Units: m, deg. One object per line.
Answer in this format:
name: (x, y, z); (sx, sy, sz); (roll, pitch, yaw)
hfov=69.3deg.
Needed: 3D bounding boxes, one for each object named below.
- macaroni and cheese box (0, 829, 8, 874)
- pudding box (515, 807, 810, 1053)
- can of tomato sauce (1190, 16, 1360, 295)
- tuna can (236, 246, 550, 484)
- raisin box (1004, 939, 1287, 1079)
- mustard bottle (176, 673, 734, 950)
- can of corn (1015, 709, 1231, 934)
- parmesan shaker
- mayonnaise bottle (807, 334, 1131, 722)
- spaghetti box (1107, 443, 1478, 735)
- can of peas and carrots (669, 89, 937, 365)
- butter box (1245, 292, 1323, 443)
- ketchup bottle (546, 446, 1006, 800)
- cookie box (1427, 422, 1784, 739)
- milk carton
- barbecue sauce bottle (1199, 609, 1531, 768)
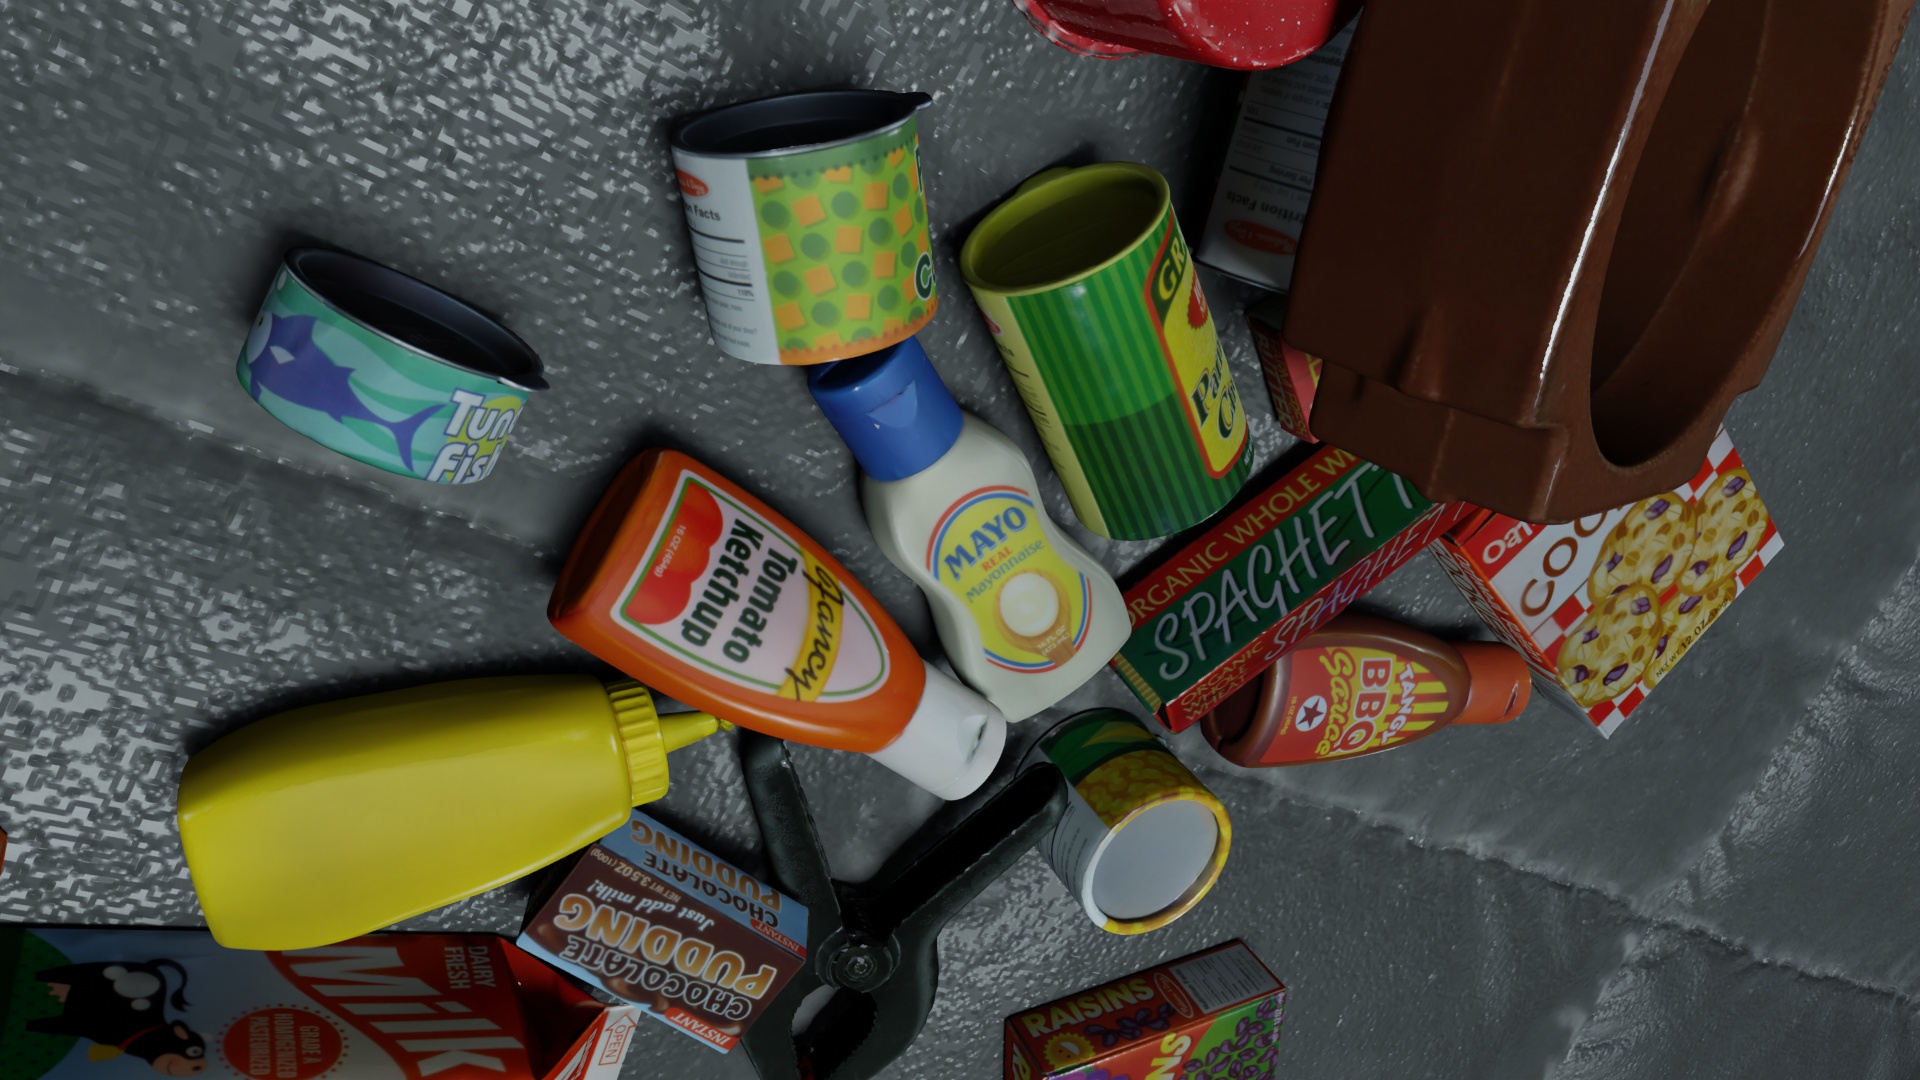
macaroni and cheese box: (-0.348, 0.084, 0.325); (0.167, 0.040, 0.123); (-29, 124, -12)
pudding box: (-0.098, 0.129, 0.464); (0.083, 0.030, 0.049); (35, 105, -16)
can of tomato sauce: (0.118, -0.123, 0.448); (0.071, 0.071, 0.082); (3, 112, -28)
tuna can: (-0.141, -0.043, 0.351); (0.071, 0.071, 0.032); (22, 104, -33)
raisin box: (0.082, 0.240, 0.623); (0.124, 0.040, 0.085); (-10, 119, -22)
mustard bottle: (-0.142, 0.073, 0.420); (0.161, 0.049, 0.065); (-12, 116, -23)
can of corn: (0.064, 0.107, 0.537); (0.071, 0.058, 0.070); (-12, 119, -22)
parmesan shaker: (0.049, -0.060, 0.444); (0.071, 0.071, 0.102); (-35, 128, -8)
mayonnaise bottle: (0.002, -0.006, 0.460); (0.065, 0.041, 0.147); (-37, 125, -5)
spaghetti box: (0.160, -0.020, 0.523); (0.250, 0.050, 0.028); (-36, 144, -6)
can of peas and carrots: (-0.039, -0.088, 0.383); (0.071, 0.071, 0.058); (-18, 122, -18)
butter box: (0.157, -0.085, 0.511); (0.104, 0.024, 0.053); (-33, 124, -9)
ketchup bottle: (-0.051, 0.034, 0.436); (0.148, 0.043, 0.065); (35, 65, -28)
cookie box: (0.279, -0.005, 0.603); (0.123, 0.040, 0.167); (-48, 125, 1)
milk carton: (-0.198, 0.171, 0.424); (0.191, 0.073, 0.072); (12, 108, -31)
barbecue sauce bottle: (0.172, 0.060, 0.578); (0.149, 0.044, 0.064); (2, 112, -28)
